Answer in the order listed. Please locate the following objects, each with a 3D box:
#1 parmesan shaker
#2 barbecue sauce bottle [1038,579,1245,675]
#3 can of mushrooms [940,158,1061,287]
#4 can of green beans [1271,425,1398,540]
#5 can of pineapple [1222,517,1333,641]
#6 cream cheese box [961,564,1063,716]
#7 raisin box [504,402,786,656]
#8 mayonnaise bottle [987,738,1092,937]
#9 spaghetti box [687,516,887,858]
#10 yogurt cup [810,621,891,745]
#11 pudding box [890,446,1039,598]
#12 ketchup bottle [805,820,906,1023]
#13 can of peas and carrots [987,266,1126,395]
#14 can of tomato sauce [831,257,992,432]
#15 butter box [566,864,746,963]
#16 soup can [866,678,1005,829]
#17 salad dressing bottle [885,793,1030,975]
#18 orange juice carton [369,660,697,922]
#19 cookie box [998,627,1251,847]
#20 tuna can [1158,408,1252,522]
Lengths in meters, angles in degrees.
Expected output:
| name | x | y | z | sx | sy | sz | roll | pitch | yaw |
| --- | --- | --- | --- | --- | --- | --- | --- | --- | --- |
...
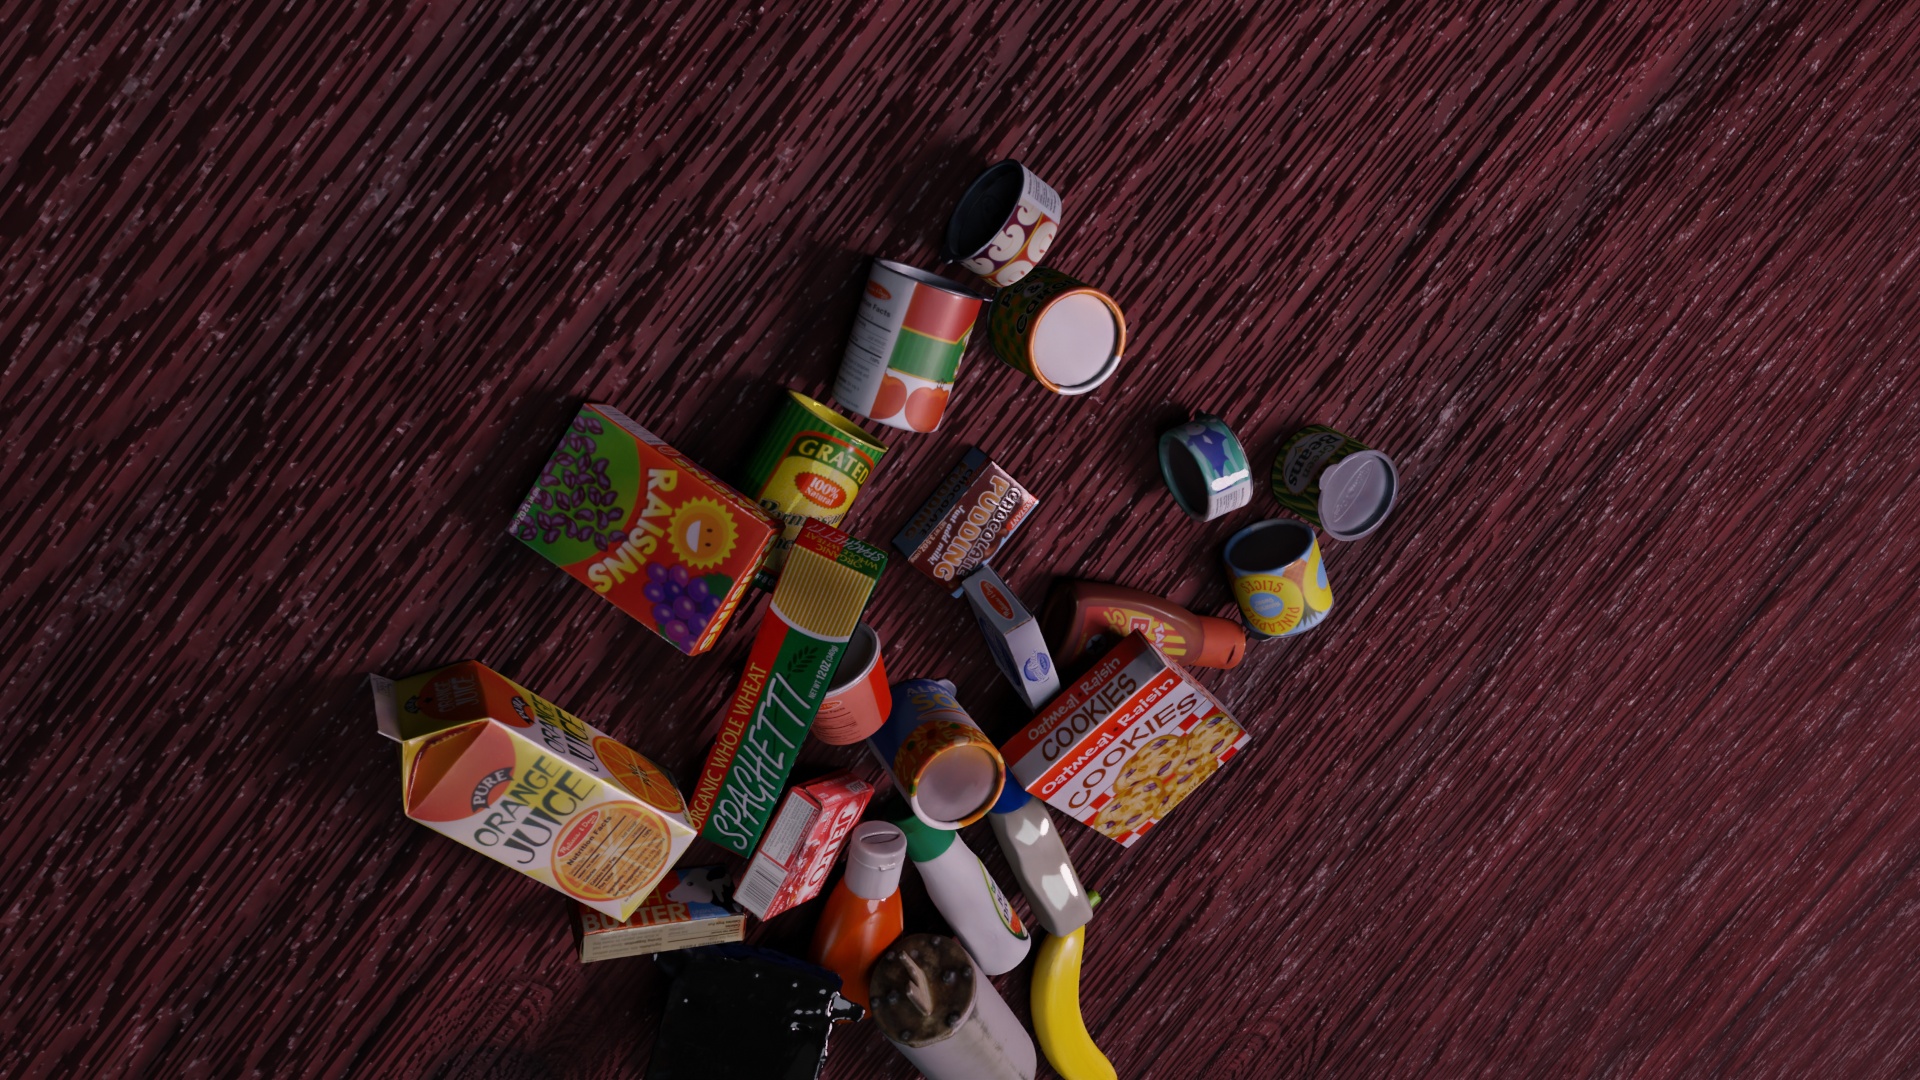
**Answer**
| name | x | y | z | sx | sy | sz | roll | pitch | yaw |
| --- | --- | --- | --- | --- | --- | --- | --- | --- | --- |
| parmesan shaker | -0.095 | -0.025 | 0.803 | 0.071 | 0.071 | 0.103 | 27 | 98 | -31 |
| barbecue sauce bottle | 0.127 | 0.065 | 0.958 | 0.149 | 0.044 | 0.064 | 8 | 113 | -28 |
| can of mushrooms | 0.023 | -0.179 | 0.793 | 0.033 | 0.071 | 0.071 | 28 | 98 | -32 |
| can of green beans | 0.259 | -0.041 | 0.965 | 0.071 | 0.058 | 0.071 | -10 | 115 | -21 |
| can of pineapple | 0.221 | 0.027 | 0.970 | 0.071 | 0.071 | 0.057 | -30 | 120 | -10 |
| cream cheese box | 0.035 | 0.065 | 0.891 | 0.024 | 0.053 | 0.103 | -32 | 141 | -8 |
| raisin box | -0.170 | -0.006 | 0.756 | 0.123 | 0.040 | 0.086 | 34 | 95 | 4 |
| mayonnaise bottle | 0.047 | 0.206 | 0.972 | 0.041 | 0.065 | 0.147 | -28 | 117 | -10 |
| spaghetti box | -0.107 | 0.094 | 0.810 | 0.050 | 0.029 | 0.248 | 25 | 125 | -2 |
| yogurt cup | -0.076 | 0.090 | 0.864 | 0.072 | 0.072 | 0.053 | -28 | 128 | -12 |
| pudding box | 0.003 | -0.011 | 0.876 | 0.083 | 0.030 | 0.049 | -49 | 123 | 1 |
| ketchup bottle | -0.067 | 0.258 | 0.939 | 0.065 | 0.044 | 0.148 | -2 | 120 | -27 |
| can of peas and carrots | 0.057 | -0.128 | 0.833 | 0.071 | 0.059 | 0.070 | -10 | 115 | -21 |
| can of tomato sauce | -0.029 | -0.111 | 0.797 | 0.071 | 0.071 | 0.083 | 12 | 107 | -28 |
| butter box | -0.192 | 0.234 | 0.877 | 0.104 | 0.053 | 0.024 | -1 | 115 | -24 |
| soup can | -0.015 | 0.135 | 0.898 | 0.071 | 0.084 | 0.071 | -9 | 115 | -21 |
| salad dressing bottle | -0.002 | 0.236 | 0.963 | 0.044 | 0.064 | 0.147 | -30 | 113 | 1 |
| orange juice carton | -0.252 | 0.136 | 0.796 | 0.192 | 0.072 | 0.073 | 39 | 92 | -32 |
| cookie box | 0.116 | 0.139 | 0.950 | 0.123 | 0.040 | 0.167 | -43 | 142 | 6 |
| tuna can | 0.159 | -0.049 | 0.912 | 0.033 | 0.071 | 0.070 | -23 | 119 | -13 |
